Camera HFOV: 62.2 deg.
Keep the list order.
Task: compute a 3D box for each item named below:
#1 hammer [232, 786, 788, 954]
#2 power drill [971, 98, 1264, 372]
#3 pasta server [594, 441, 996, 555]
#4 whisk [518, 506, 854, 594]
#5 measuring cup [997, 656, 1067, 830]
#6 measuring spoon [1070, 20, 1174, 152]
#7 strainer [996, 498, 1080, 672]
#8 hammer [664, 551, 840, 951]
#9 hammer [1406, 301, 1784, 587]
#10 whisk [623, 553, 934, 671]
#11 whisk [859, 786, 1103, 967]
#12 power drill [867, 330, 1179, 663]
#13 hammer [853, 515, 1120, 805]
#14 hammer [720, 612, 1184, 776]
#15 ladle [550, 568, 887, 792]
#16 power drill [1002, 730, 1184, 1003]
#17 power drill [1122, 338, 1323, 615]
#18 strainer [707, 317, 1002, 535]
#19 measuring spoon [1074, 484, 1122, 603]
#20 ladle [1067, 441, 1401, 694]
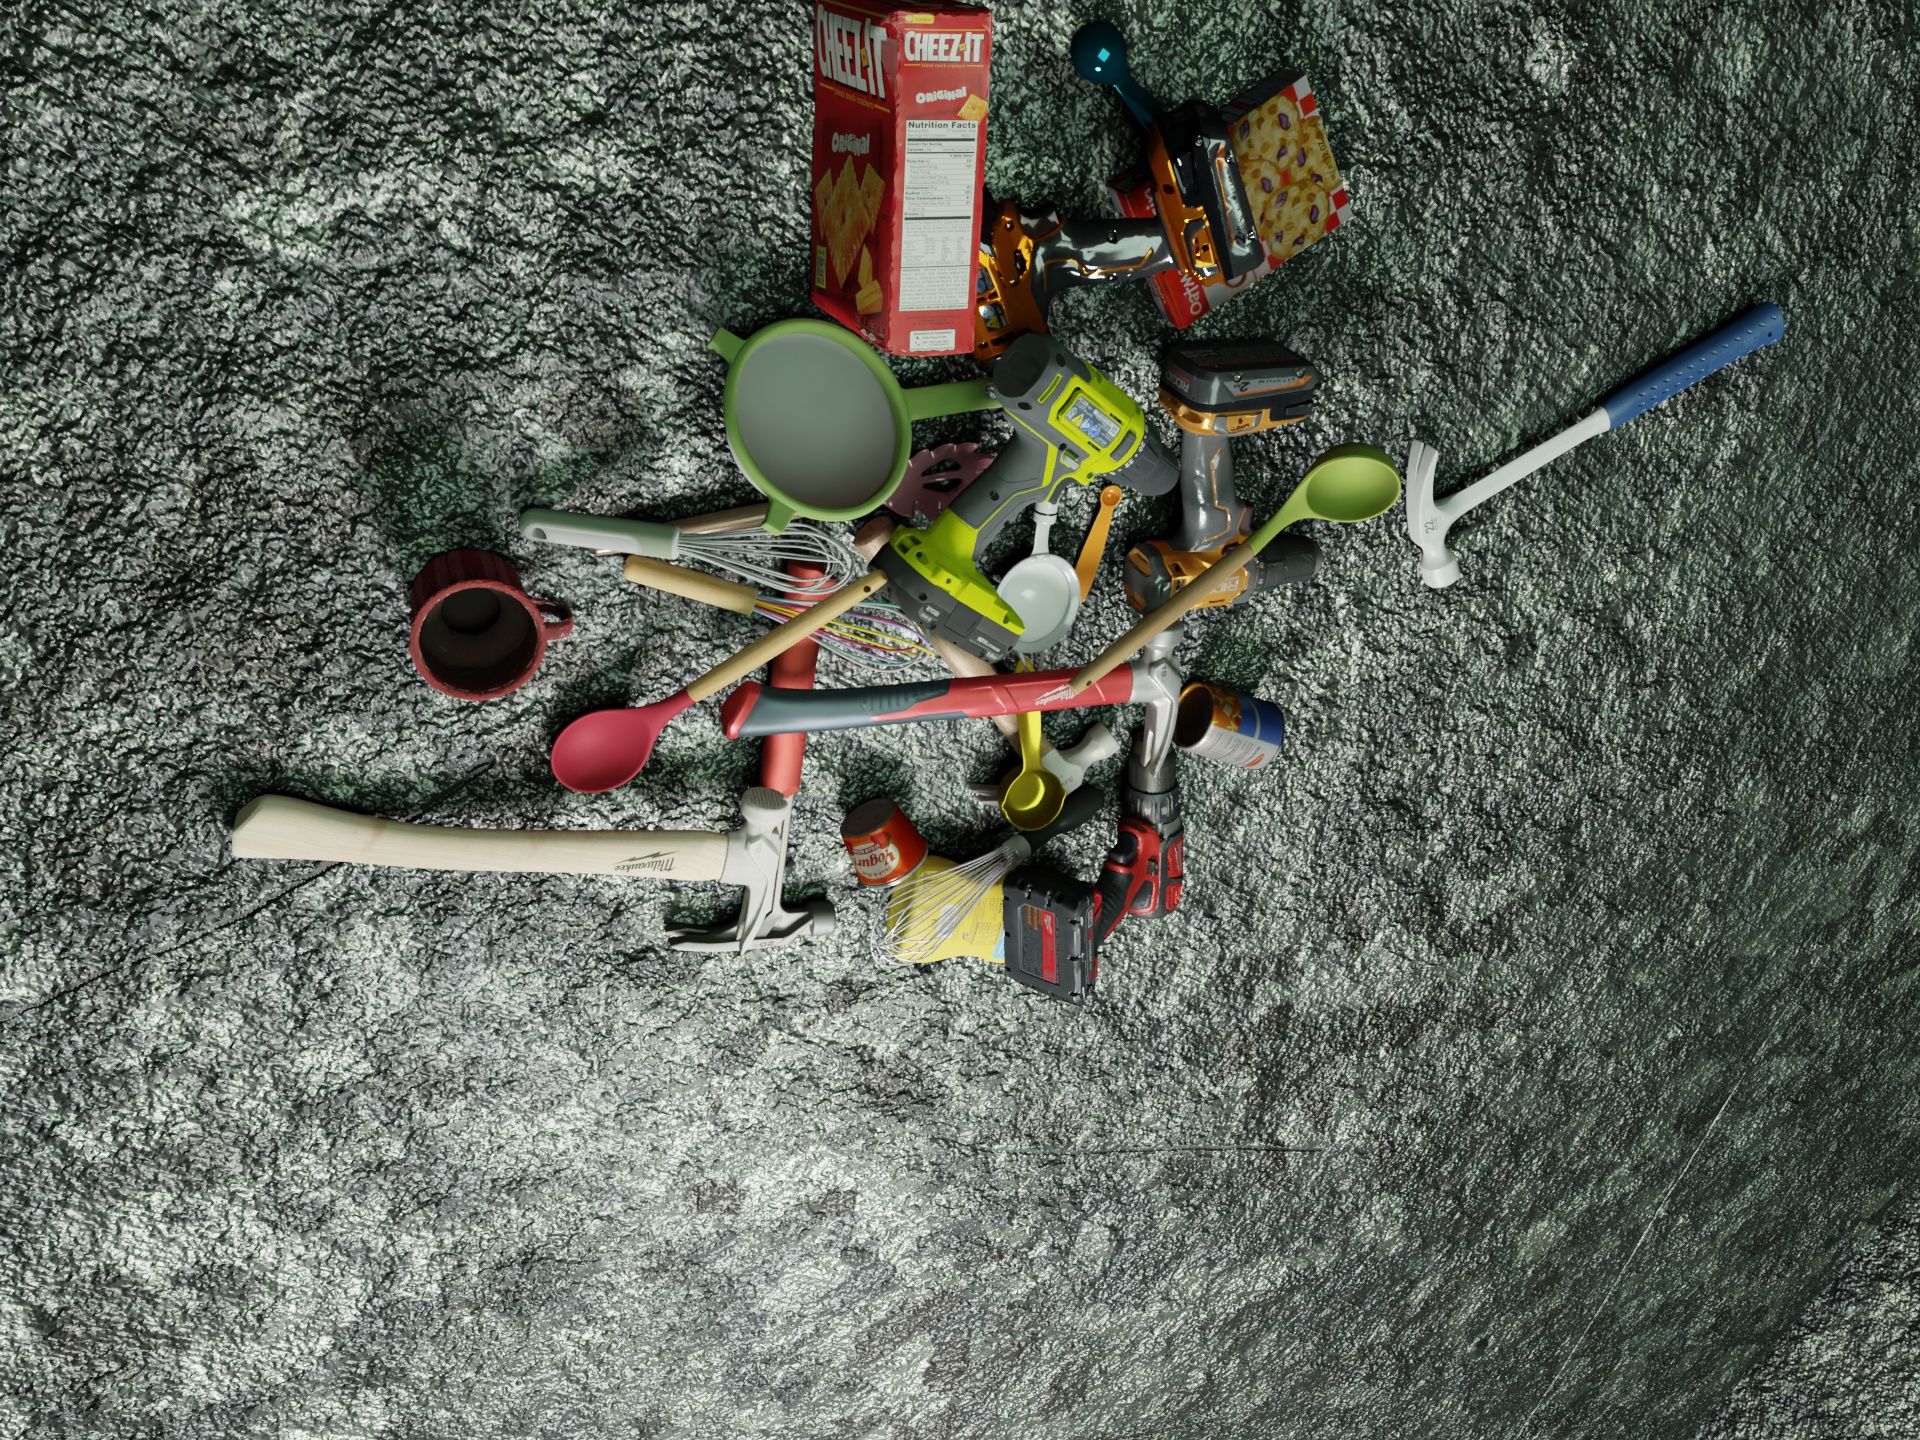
[{"bbox_3d":[-0.348,0.110,1.251,0.410,0.038,0.146,5,116,-19],"label":"hammer"},{"bbox_3d":[0.089,-0.362,1.149,0.226,0.084,0.164,-18,126,13],"label":"power drill"},{"bbox_3d":[-0.123,-0.163,1.222,0.316,0.040,0.060,-13,109,-15],"label":"pasta server"},{"bbox_3d":[-0.199,-0.128,1.158,0.246,0.059,0.057,7,145,-1],"label":"whisk"},{"bbox_3d":[0.056,0.018,1.374,0.062,0.029,0.156,-11,108,-19],"label":"measuring cup"},{"bbox_3d":[0.132,-0.454,1.158,0.042,0.021,0.128,-45,105,0],"label":"measuring spoon"},{"bbox_3d":[0.068,-0.160,1.297,0.087,0.050,0.258,-8,121,-29],"label":"strainer"},{"bbox_3d":[-0.157,0.034,1.316,0.149,0.037,0.358,-2,118,-23],"label":"hammer"},{"bbox_3d":[0.586,-0.279,1.470,0.405,0.035,0.143,-30,125,-6],"label":"hammer"},{"bbox_3d":[-0.136,-0.086,1.216,0.245,0.047,0.051,16,112,-8],"label":"whisk"},{"bbox_3d":[0.025,0.129,1.398,0.284,0.070,0.070,-31,128,-33],"label":"whisk"},{"bbox_3d":[0.055,-0.161,1.218,0.190,0.080,0.228,28,105,-45],"label":"power drill"},{"bbox_3d":[0.009,-0.043,1.349,0.130,0.031,0.331,-39,125,-1],"label":"hammer"},{"bbox_3d":[-0.002,-0.004,1.304,0.386,0.038,0.143,-6,118,-17],"label":"hammer"},{"bbox_3d":[-0.186,-0.033,1.216,0.315,0.031,0.069,-30,123,19],"label":"ladle"},{"bbox_3d":[0.131,0.127,1.423,0.227,0.080,0.187,-34,130,-46],"label":"power drill"},{"bbox_3d":[0.239,-0.200,1.338,0.185,0.084,0.226,-9,124,-22],"label":"power drill"},{"bbox_3d":[-0.074,-0.226,1.198,0.256,0.069,0.151,-17,90,-35],"label":"strainer"},{"bbox_3d":[0.111,-0.147,1.352,0.021,0.011,0.116,5,118,-25],"label":"measuring spoon"},{"bbox_3d":[0.221,-0.117,1.288,0.320,0.062,0.078,-38,139,-5],"label":"ladle"}]
